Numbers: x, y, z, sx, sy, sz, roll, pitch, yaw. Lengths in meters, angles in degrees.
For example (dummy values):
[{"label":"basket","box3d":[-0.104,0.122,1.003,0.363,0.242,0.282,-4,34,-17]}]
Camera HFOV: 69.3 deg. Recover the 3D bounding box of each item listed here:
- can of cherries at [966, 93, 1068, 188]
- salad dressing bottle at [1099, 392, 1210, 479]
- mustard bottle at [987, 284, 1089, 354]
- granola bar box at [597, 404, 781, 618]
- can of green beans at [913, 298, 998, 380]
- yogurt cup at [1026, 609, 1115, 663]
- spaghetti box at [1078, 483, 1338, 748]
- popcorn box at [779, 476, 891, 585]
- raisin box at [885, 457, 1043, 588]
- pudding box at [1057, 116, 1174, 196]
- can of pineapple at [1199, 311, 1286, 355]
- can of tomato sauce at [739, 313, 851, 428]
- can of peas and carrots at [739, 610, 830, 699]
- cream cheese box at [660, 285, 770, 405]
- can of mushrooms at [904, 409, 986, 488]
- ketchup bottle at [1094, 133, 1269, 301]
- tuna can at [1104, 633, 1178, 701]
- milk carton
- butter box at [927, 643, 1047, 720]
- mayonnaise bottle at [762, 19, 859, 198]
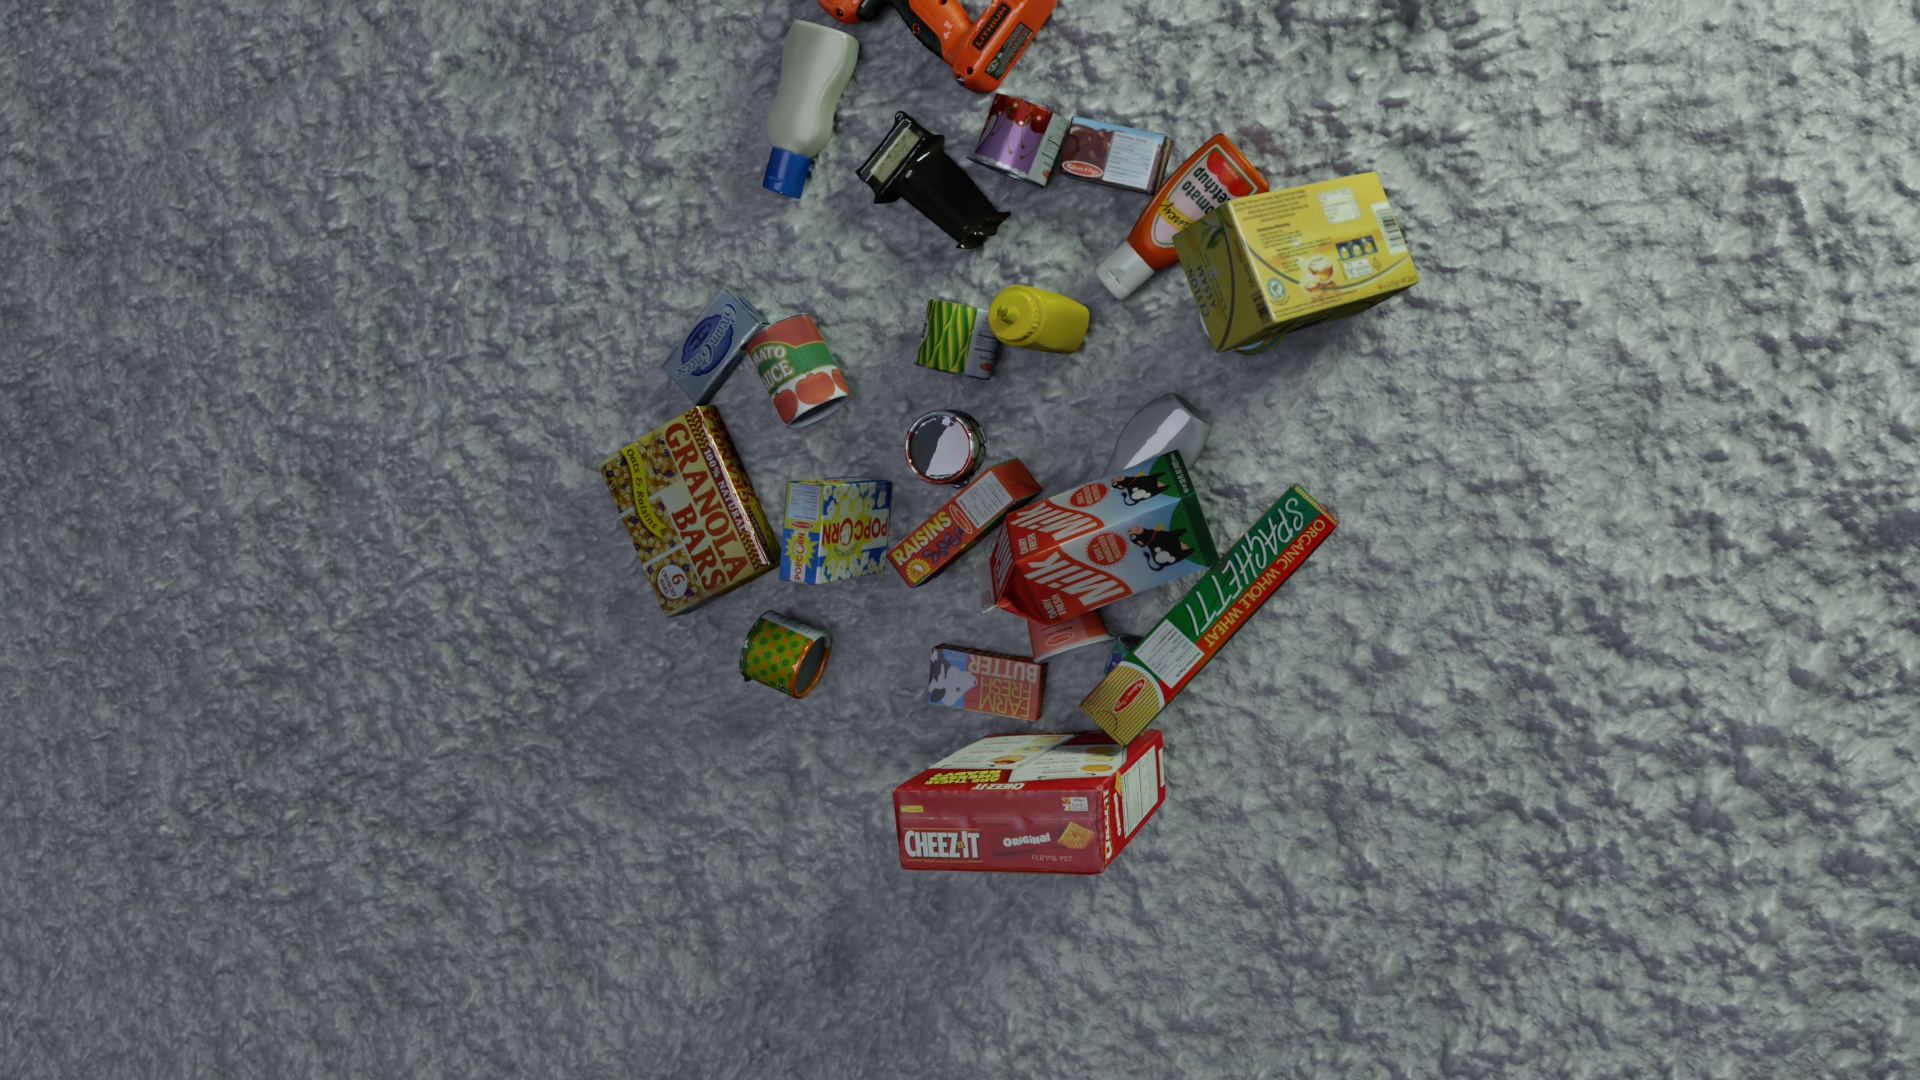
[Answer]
[{"label":"can of cherries","box3d":[0.047,-0.333,1.156,0.071,0.071,0.058,24,102,17]},{"label":"salad dressing bottle","box3d":[0.143,-0.055,1.156,0.064,0.044,0.147,43,109,7]},{"label":"mustard bottle","box3d":[0.055,-0.178,1.116,0.065,0.160,0.048,22,103,19]},{"label":"granola bar box","box3d":[-0.253,-0.027,1.305,0.124,0.039,0.165,-27,85,20]},{"label":"can of green beans","box3d":[-0.001,-0.172,1.187,0.071,0.071,0.057,15,99,19]},{"label":"yogurt cup","box3d":[0.087,0.069,1.175,0.072,0.072,0.054,-21,79,20]},{"label":"spaghetti box","box3d":[0.198,0.060,1.104,0.050,0.028,0.250,44,84,12]},{"label":"popcorn box","box3d":[-0.106,-0.010,1.205,0.038,0.127,0.085,9,97,24]},{"label":"raisin box","box3d":[0.004,-0.015,1.186,0.123,0.086,0.040,-39,86,18]},{"label":"pudding box","box3d":[0.128,-0.317,1.148,0.084,0.030,0.049,17,101,18]},{"label":"can of pineapple","box3d":[0.229,-0.183,1.106,0.071,0.058,0.071,2,95,20]},{"label":"can of tomato sauce","box3d":[-0.146,-0.150,1.240,0.071,0.071,0.083,-29,85,20]},{"label":"can of peas and carrots","box3d":[-0.160,0.106,1.266,0.059,0.071,0.070,21,101,17]},{"label":"cream cheese box","box3d":[-0.229,-0.181,1.292,0.053,0.024,0.103,46,107,11]},{"label":"can of mushrooms","box3d":[-0.013,-0.079,1.216,0.071,0.033,0.071,1,94,19]},{"label":"ketchup bottle","box3d":[0.175,-0.257,1.128,0.148,0.044,0.064,-41,91,19]},{"label":"tuna can","box3d":[0.156,0.106,1.149,0.071,0.071,0.032,23,103,17]},{"label":"milk carton","box3d":[0.102,0.005,1.117,0.190,0.073,0.073,-20,122,9]},{"label":"butter box","box3d":[0.024,0.125,1.223,0.103,0.024,0.053,7,97,20]},{"label":"mayonnaise bottle","box3d":[-0.140,-0.381,1.236,0.065,0.041,0.147,22,102,19]}]
